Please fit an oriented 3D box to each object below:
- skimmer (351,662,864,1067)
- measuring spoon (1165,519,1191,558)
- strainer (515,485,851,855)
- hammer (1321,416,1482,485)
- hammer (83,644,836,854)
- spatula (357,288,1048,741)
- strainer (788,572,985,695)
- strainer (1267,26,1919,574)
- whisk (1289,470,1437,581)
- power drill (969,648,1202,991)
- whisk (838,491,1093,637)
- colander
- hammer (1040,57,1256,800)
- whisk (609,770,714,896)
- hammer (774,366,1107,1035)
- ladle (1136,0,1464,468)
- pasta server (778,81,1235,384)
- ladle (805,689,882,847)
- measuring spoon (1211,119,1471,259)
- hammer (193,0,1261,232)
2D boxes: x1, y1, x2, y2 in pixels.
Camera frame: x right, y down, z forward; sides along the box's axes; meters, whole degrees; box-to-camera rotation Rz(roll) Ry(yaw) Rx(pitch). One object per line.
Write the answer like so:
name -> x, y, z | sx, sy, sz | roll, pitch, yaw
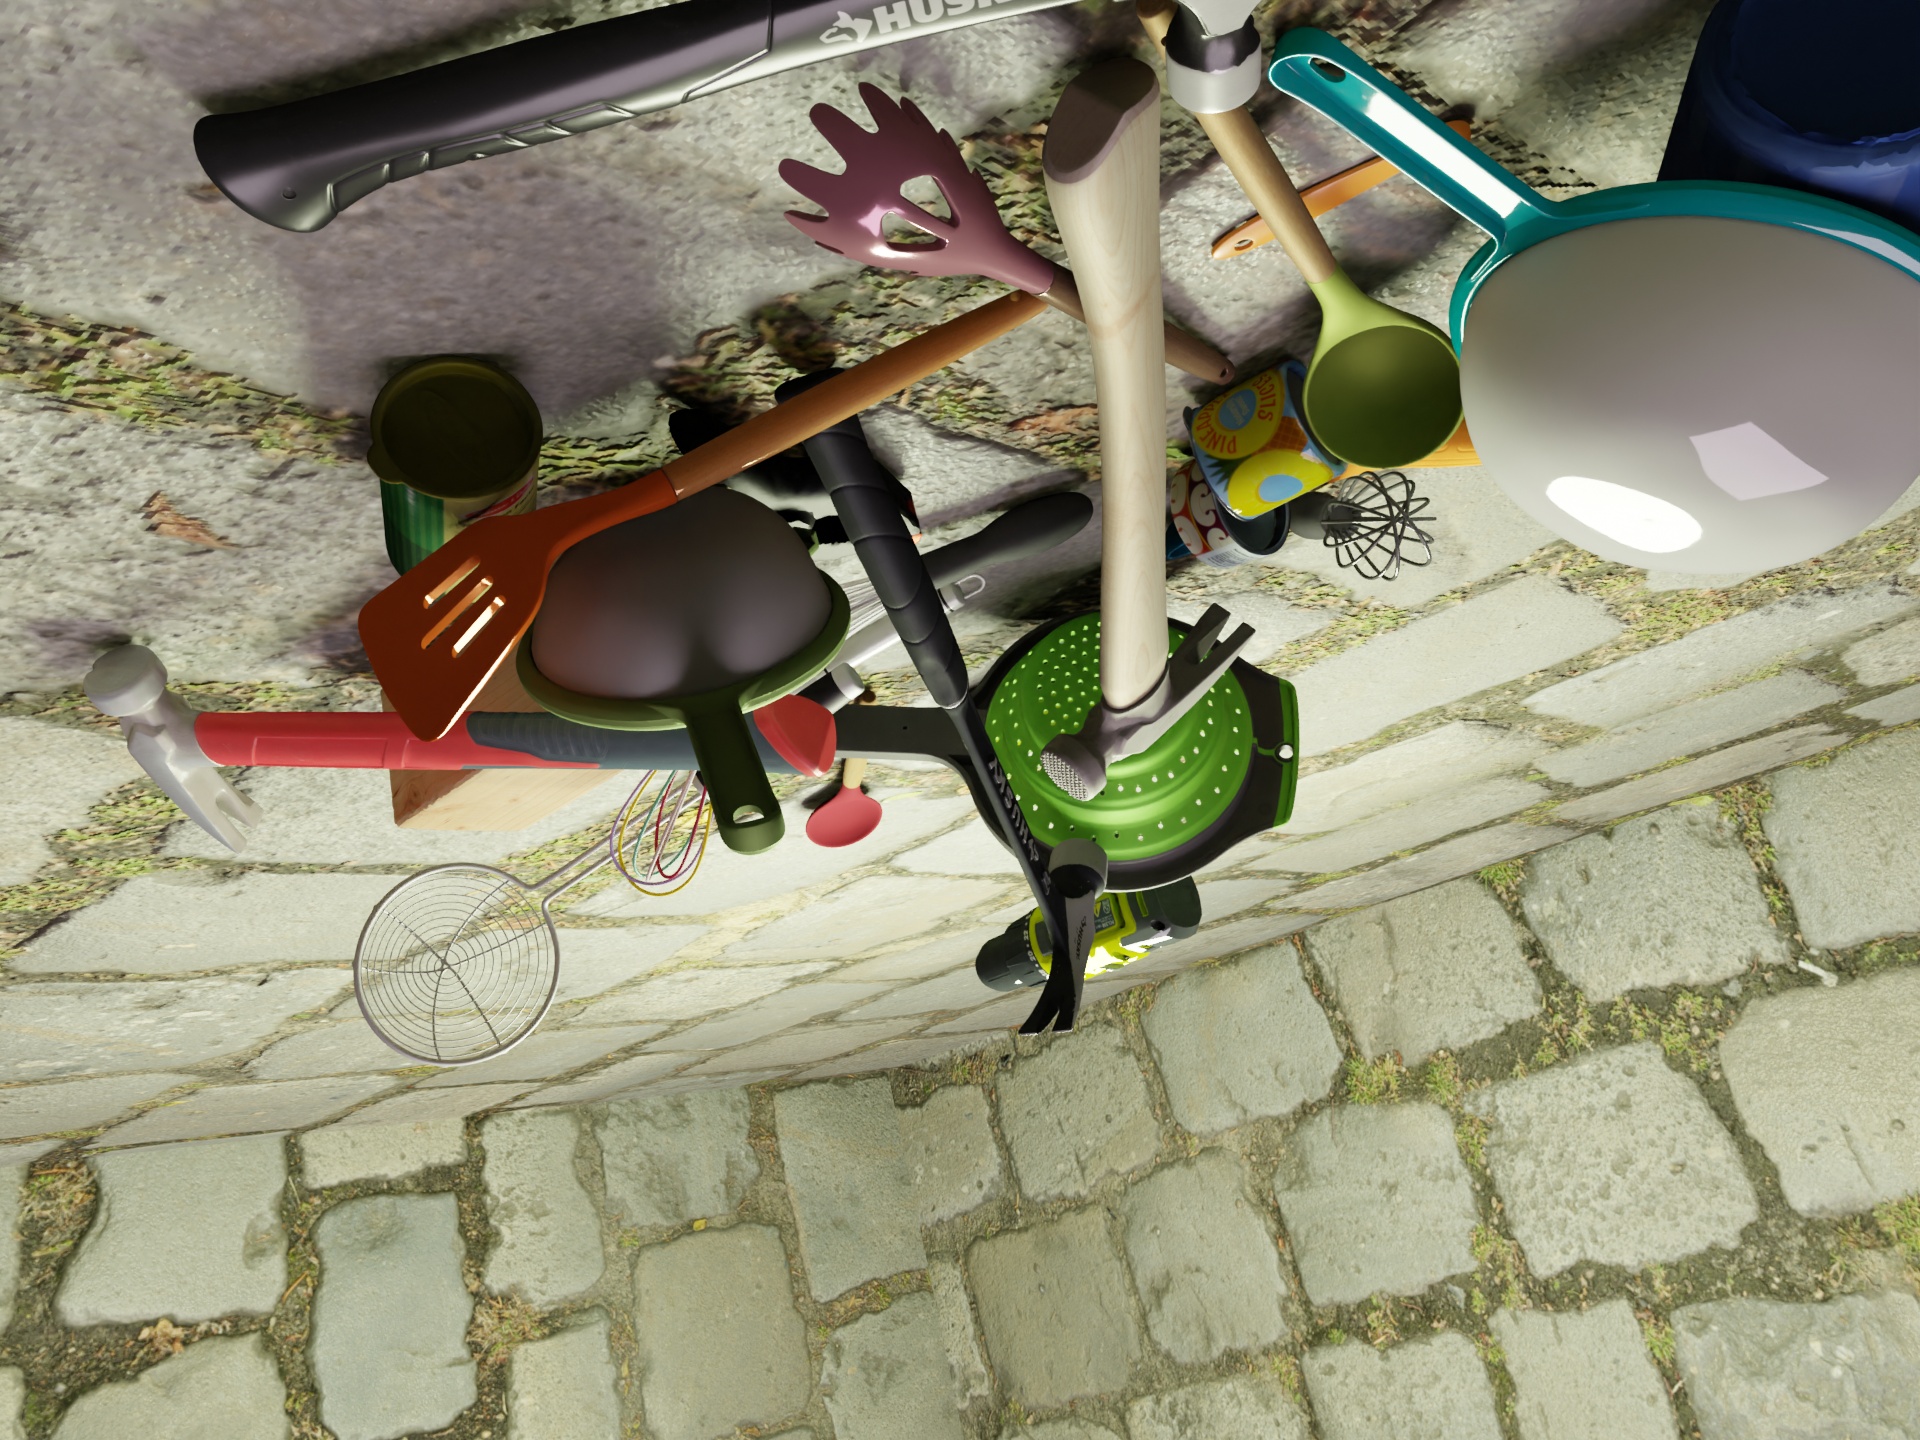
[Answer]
skimmer -> -0.212, 0.082, 0.986 | 0.363, 0.127, 0.090 | -34, -168, 11
measuring spoon -> 0.177, -0.136, 0.955 | 0.128, 0.021, 0.042 | -28, 172, 15
strainer -> -0.112, -0.038, 0.659 | 0.151, 0.257, 0.069 | -13, 122, -12
hammer -> 0.354, -0.170, 0.942 | 0.336, 0.034, 0.127 | -6, 162, -22
hammer -> -0.248, 0.020, 0.819 | 0.386, 0.038, 0.143 | 0, 140, 14
spatula -> -0.098, -0.103, 0.661 | 0.322, 0.081, 0.041 | -30, 148, -15
strainer -> -0.095, -0.030, 1.011 | 0.258, 0.050, 0.086 | -29, 117, 17
strainer -> 0.245, -0.144, 0.632 | 0.340, 0.095, 0.211 | 26, 165, -23
whisk -> 0.205, -0.106, 0.849 | 0.055, 0.055, 0.239 | -14, -172, 3
power drill -> 0.066, 0.080, 1.174 | 0.080, 0.229, 0.190 | 6, 154, -46
whisk -> -0.056, -0.071, 0.922 | 0.284, 0.070, 0.070 | -22, 161, 11
colander -> 0.017, -0.005, 1.026 | 0.397, 0.205, 0.094 | 2, 154, 11
hammer -> 0.085, -0.118, 0.733 | 0.146, 0.038, 0.410 | -42, 151, -19
whisk -> -0.134, -0.001, 0.899 | 0.051, 0.047, 0.245 | 4, 121, -47
hammer -> -0.001, -0.003, 0.818 | 0.036, 0.149, 0.408 | -10, 129, 20
ladle -> 0.144, -0.192, 0.664 | 0.078, 0.062, 0.320 | -16, 158, 26
pasta server -> 0.042, -0.184, 0.669 | 0.316, 0.040, 0.060 | 3, 127, -57
ladle -> -0.087, 0.041, 1.279 | 0.069, 0.031, 0.315 | -12, 161, -13
measuring spoon -> 0.161, -0.222, 0.677 | 0.117, 0.011, 0.021 | -21, 161, 25
hammer -> -0.072, -0.212, 0.486 | 0.335, 0.035, 0.146 | -13, 155, 5
